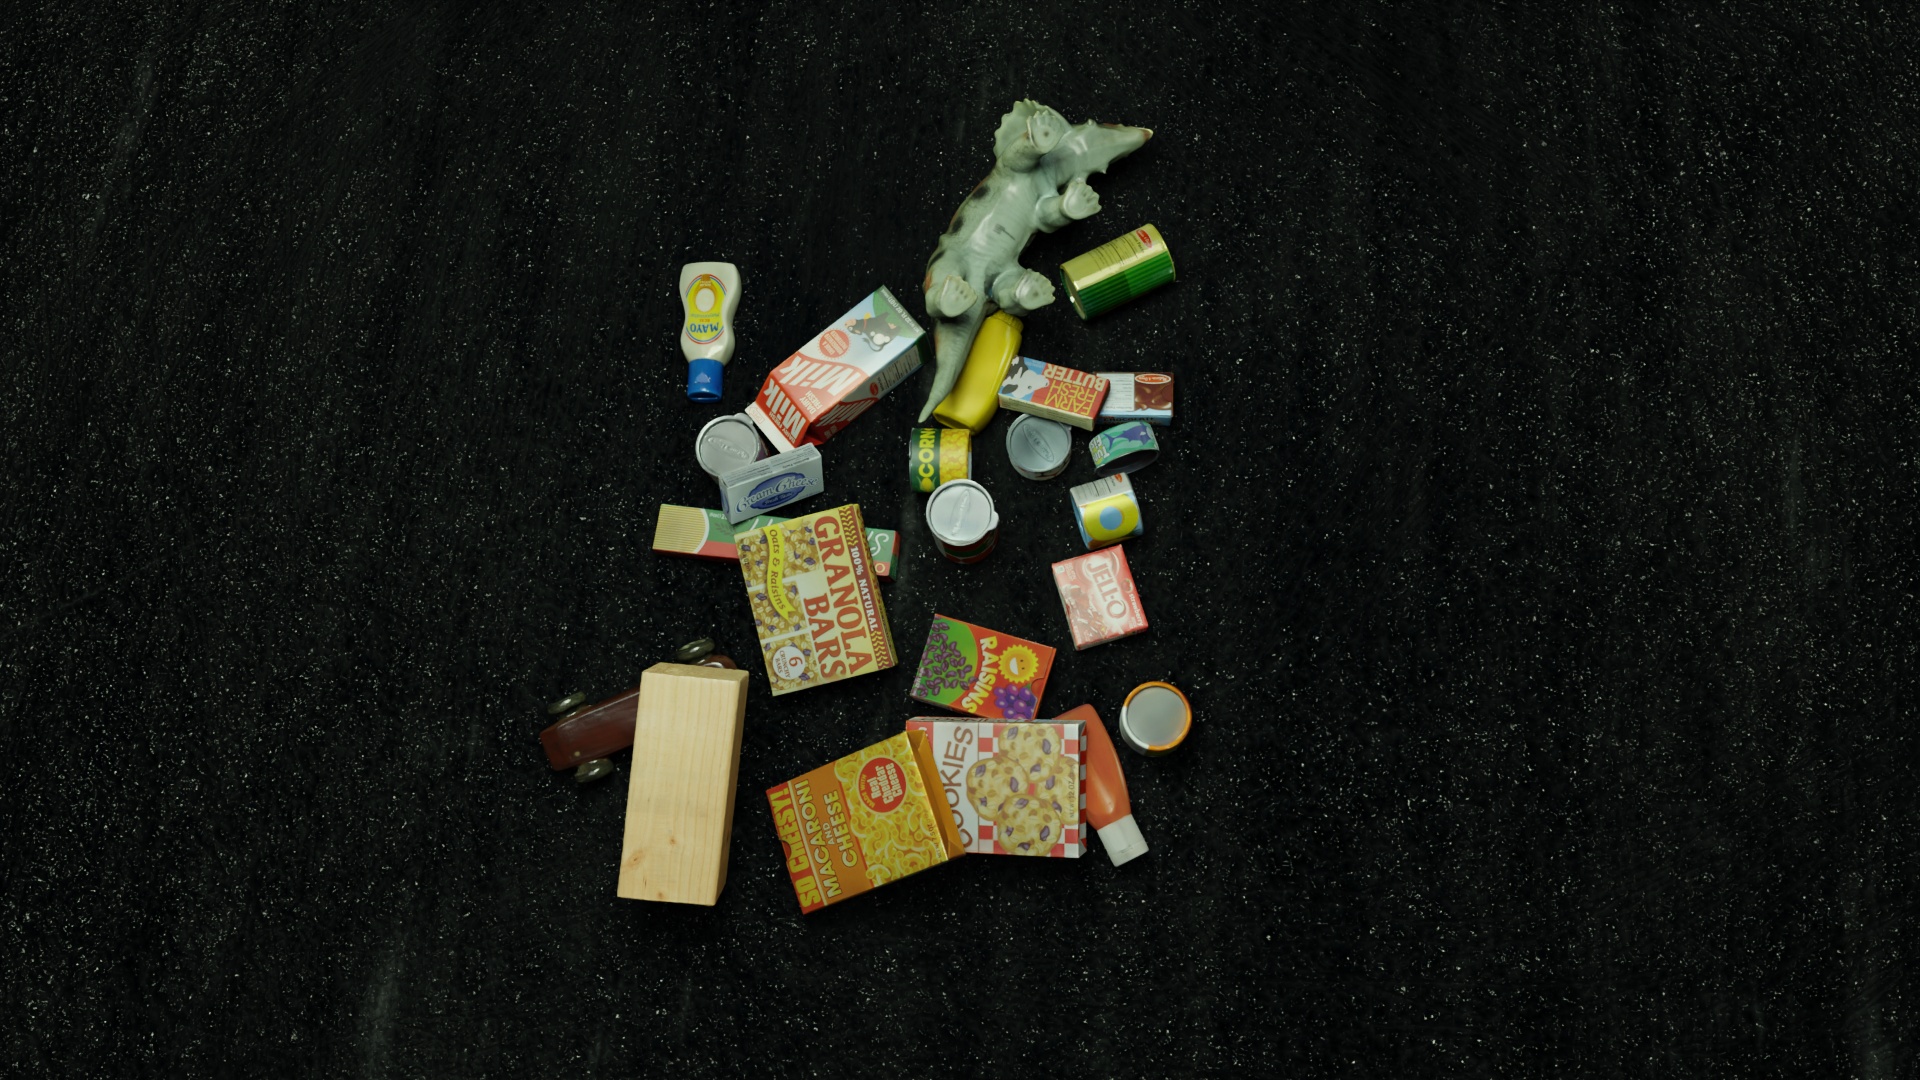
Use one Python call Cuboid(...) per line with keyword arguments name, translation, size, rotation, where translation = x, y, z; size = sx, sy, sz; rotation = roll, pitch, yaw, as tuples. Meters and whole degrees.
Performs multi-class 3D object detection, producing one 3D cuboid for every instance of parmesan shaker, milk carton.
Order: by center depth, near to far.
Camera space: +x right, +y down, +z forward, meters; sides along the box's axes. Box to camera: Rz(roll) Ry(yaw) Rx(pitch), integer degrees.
Cuboid(name="milk carton", translation=(-0.127, -0.168, 1.431), size=(0.191, 0.073, 0.072), rotation=(-39, 76, -6))
Cuboid(name="parmesan shaker", translation=(0.161, -0.279, 1.444), size=(0.103, 0.071, 0.071), rotation=(-25, 75, -2))

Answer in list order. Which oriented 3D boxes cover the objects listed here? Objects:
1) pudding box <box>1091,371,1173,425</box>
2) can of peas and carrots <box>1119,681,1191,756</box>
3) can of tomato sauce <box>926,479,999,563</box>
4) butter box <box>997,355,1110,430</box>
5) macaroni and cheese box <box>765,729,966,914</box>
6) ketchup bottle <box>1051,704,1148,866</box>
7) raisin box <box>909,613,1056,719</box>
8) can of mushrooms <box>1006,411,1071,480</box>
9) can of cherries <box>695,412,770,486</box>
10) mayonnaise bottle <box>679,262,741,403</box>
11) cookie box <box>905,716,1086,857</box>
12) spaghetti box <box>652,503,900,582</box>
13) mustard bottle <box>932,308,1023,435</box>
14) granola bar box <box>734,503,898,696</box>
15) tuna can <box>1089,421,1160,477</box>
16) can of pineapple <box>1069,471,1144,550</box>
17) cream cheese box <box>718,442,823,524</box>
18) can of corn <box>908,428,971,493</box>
Cuboid(name="pudding box", translation=(0.176, -0.145, 1.424), size=(0.084, 0.030, 0.050), rotation=(1, 74, 4))
Cuboid(name="can of peas and carrots", translation=(0.187, 0.169, 1.323), size=(0.071, 0.058, 0.071), rotation=(-1, 76, 4))
Cuboid(name="can of tomato sauce", translation=(0.005, -0.017, 1.375), size=(0.071, 0.083, 0.071), rotation=(-1, 75, 4))
Cuboid(name="butter box", translation=(0.095, -0.149, 1.401), size=(0.103, 0.024, 0.053), rotation=(16, 65, 15))
Cuboid(name="macaroni and cheese box", translation=(-0.092, 0.263, 1.297), size=(0.166, 0.040, 0.124), rotation=(-26, 74, 22))
Cuboid(name="ketchup bottle", translation=(0.129, 0.234, 1.318), size=(0.065, 0.043, 0.149), rotation=(-27, 75, 3))
Cuboid(name="raisin box", translation=(0.023, 0.130, 1.357), size=(0.123, 0.040, 0.086), rotation=(16, 76, 8))
Cuboid(name="can of mushrooms", translation=(0.083, -0.098, 1.416), size=(0.071, 0.033, 0.071), rotation=(-1, 75, 5))
Cuboid(name="can of cherries", translation=(-0.230, -0.090, 1.425), size=(0.071, 0.058, 0.071), rotation=(-1, 74, 5))
Cuboid(name="mayonnaise bottle", translation=(-0.267, -0.221, 1.472), size=(0.065, 0.041, 0.148), rotation=(-1, 74, 2))
Cuboid(name="cookie box", translation=(0.032, 0.229, 1.301), size=(0.167, 0.040, 0.123), rotation=(-1, 87, 16))
Cuboid(name="spaghetti box", translation=(-0.186, 0.002, 1.412), size=(0.250, 0.028, 0.050), rotation=(6, 77, 6))
Cuboid(name="mustard bottle", translation=(0.028, -0.188, 1.437), size=(0.065, 0.048, 0.160), rotation=(25, 77, 12))
Cuboid(name="granola bar box", translation=(-0.142, 0.058, 1.366), size=(0.124, 0.039, 0.165), rotation=(-15, 87, 5))
Cuboid(name="tuna can", translation=(0.162, -0.091, 1.390), size=(0.071, 0.071, 0.033), rotation=(-17, 73, 0))
Cuboid(name="can of pineapple", translation=(0.145, -0.027, 1.376), size=(0.058, 0.071, 0.071), rotation=(-17, 75, 1))
Cuboid(name="cream cheese box", translation=(-0.190, -0.058, 1.399), size=(0.104, 0.053, 0.024), rotation=(-21, 50, -20))
Cuboid(name="can of corn", translation=(-0.020, -0.081, 1.400), size=(0.058, 0.071, 0.071), rotation=(1, 75, 4))
